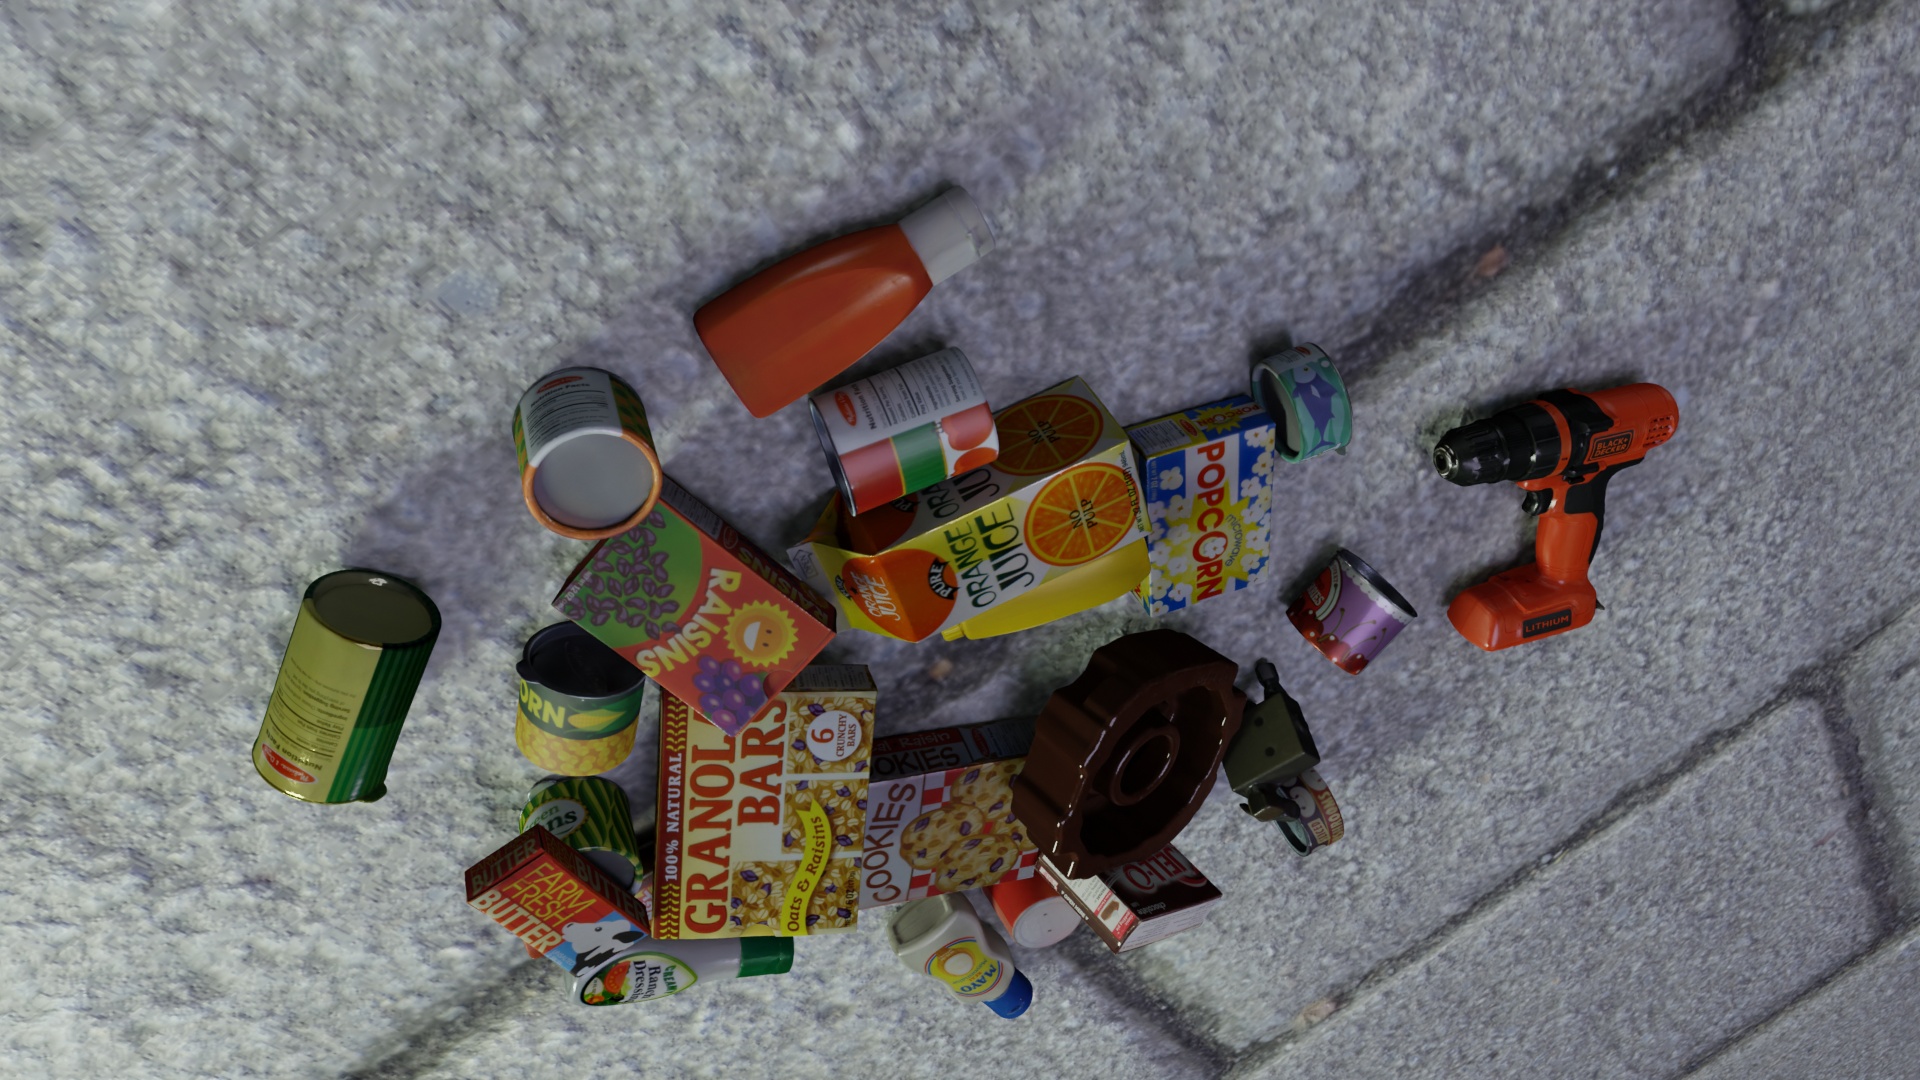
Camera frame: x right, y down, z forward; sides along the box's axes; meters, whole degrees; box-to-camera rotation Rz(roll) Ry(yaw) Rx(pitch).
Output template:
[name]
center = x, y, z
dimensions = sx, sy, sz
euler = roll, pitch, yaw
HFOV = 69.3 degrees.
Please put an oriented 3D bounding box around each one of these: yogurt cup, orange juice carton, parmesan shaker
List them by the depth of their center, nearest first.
[parmesan shaker]
center = -0.308, 0.075, 0.705
dimensions = 0.071, 0.071, 0.102
euler = 14, 117, -31
[orange juice carton]
center = 0.003, -0.010, 0.778
dimensions = 0.193, 0.073, 0.071
euler = -25, 131, -5
[yogurt cup]
center = 0.054, 0.258, 1.010
dimensions = 0.072, 0.054, 0.072
euler = -11, 128, -15

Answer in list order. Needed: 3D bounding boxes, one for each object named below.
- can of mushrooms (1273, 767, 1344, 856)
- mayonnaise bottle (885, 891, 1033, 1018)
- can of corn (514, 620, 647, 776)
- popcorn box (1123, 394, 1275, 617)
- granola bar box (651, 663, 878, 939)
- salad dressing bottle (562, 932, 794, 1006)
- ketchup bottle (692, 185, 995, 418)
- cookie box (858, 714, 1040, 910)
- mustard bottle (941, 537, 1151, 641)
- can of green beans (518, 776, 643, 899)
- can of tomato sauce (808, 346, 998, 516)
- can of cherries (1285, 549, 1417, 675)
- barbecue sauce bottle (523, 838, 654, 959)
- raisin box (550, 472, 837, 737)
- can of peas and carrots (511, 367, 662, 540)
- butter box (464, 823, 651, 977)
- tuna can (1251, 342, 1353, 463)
[can of mushrooms]
center = 0.259, 0.203, 1.049
dimensions = 0.033, 0.071, 0.070
euler = -23, 130, -9
[mayonnaise bottle]
center = 0.006, 0.313, 1.037
dimensions = 0.065, 0.041, 0.147
euler = -37, 130, 3
[can of corn]
center = -0.209, 0.087, 0.758
dimensions = 0.071, 0.071, 0.058
euler = 1, 124, -24
[popcorn box]
center = 0.146, -0.020, 0.856
dimensions = 0.085, 0.038, 0.126
euler = -17, 129, -12
[granola bar box]
center = -0.119, 0.157, 0.828
dimensions = 0.124, 0.039, 0.165
euler = 2, 108, -13
[salad dressing bottle]
center = -0.186, 0.276, 0.924
dimensions = 0.148, 0.044, 0.064
euler = 1, 125, -25
[ketchup bottle]
center = -0.054, -0.122, 0.689
dimensions = 0.149, 0.044, 0.064
euler = -31, 132, 0
[cookie box]
center = -0.025, 0.186, 0.931
dimensions = 0.168, 0.040, 0.122
euler = -6, 126, -20
[mustard bottle]
center = 0.030, 0.024, 0.824
dimensions = 0.160, 0.065, 0.048
euler = -21, 130, 0
[can of green beans]
center = -0.227, 0.185, 0.829
dimensions = 0.071, 0.058, 0.071
euler = -12, 128, -16
[can of tomato sauce]
center = -0.030, -0.057, 0.734
dimensions = 0.083, 0.071, 0.070
euler = -22, 130, -9
[can of cherries]
center = 0.262, 0.047, 0.941
dimensions = 0.071, 0.072, 0.058
euler = 27, 112, -36
[barbecue sauce bottle]
center = -0.201, 0.221, 0.877
dimensions = 0.149, 0.044, 0.064
euler = -17, 126, -11
[raisin box]
center = -0.139, 0.035, 0.741
dimensions = 0.123, 0.040, 0.086
euler = 40, 103, -16
[can of peas and carrots]
center = -0.182, -0.040, 0.683
dimensions = 0.071, 0.059, 0.070
euler = -12, 128, -15
[butter box]
center = -0.227, 0.206, 0.788
dimensions = 0.053, 0.024, 0.103
euler = -33, 131, 2
[tuna can]
center = 0.201, -0.078, 0.818
dimensions = 0.033, 0.071, 0.070
euler = -21, 130, -6
